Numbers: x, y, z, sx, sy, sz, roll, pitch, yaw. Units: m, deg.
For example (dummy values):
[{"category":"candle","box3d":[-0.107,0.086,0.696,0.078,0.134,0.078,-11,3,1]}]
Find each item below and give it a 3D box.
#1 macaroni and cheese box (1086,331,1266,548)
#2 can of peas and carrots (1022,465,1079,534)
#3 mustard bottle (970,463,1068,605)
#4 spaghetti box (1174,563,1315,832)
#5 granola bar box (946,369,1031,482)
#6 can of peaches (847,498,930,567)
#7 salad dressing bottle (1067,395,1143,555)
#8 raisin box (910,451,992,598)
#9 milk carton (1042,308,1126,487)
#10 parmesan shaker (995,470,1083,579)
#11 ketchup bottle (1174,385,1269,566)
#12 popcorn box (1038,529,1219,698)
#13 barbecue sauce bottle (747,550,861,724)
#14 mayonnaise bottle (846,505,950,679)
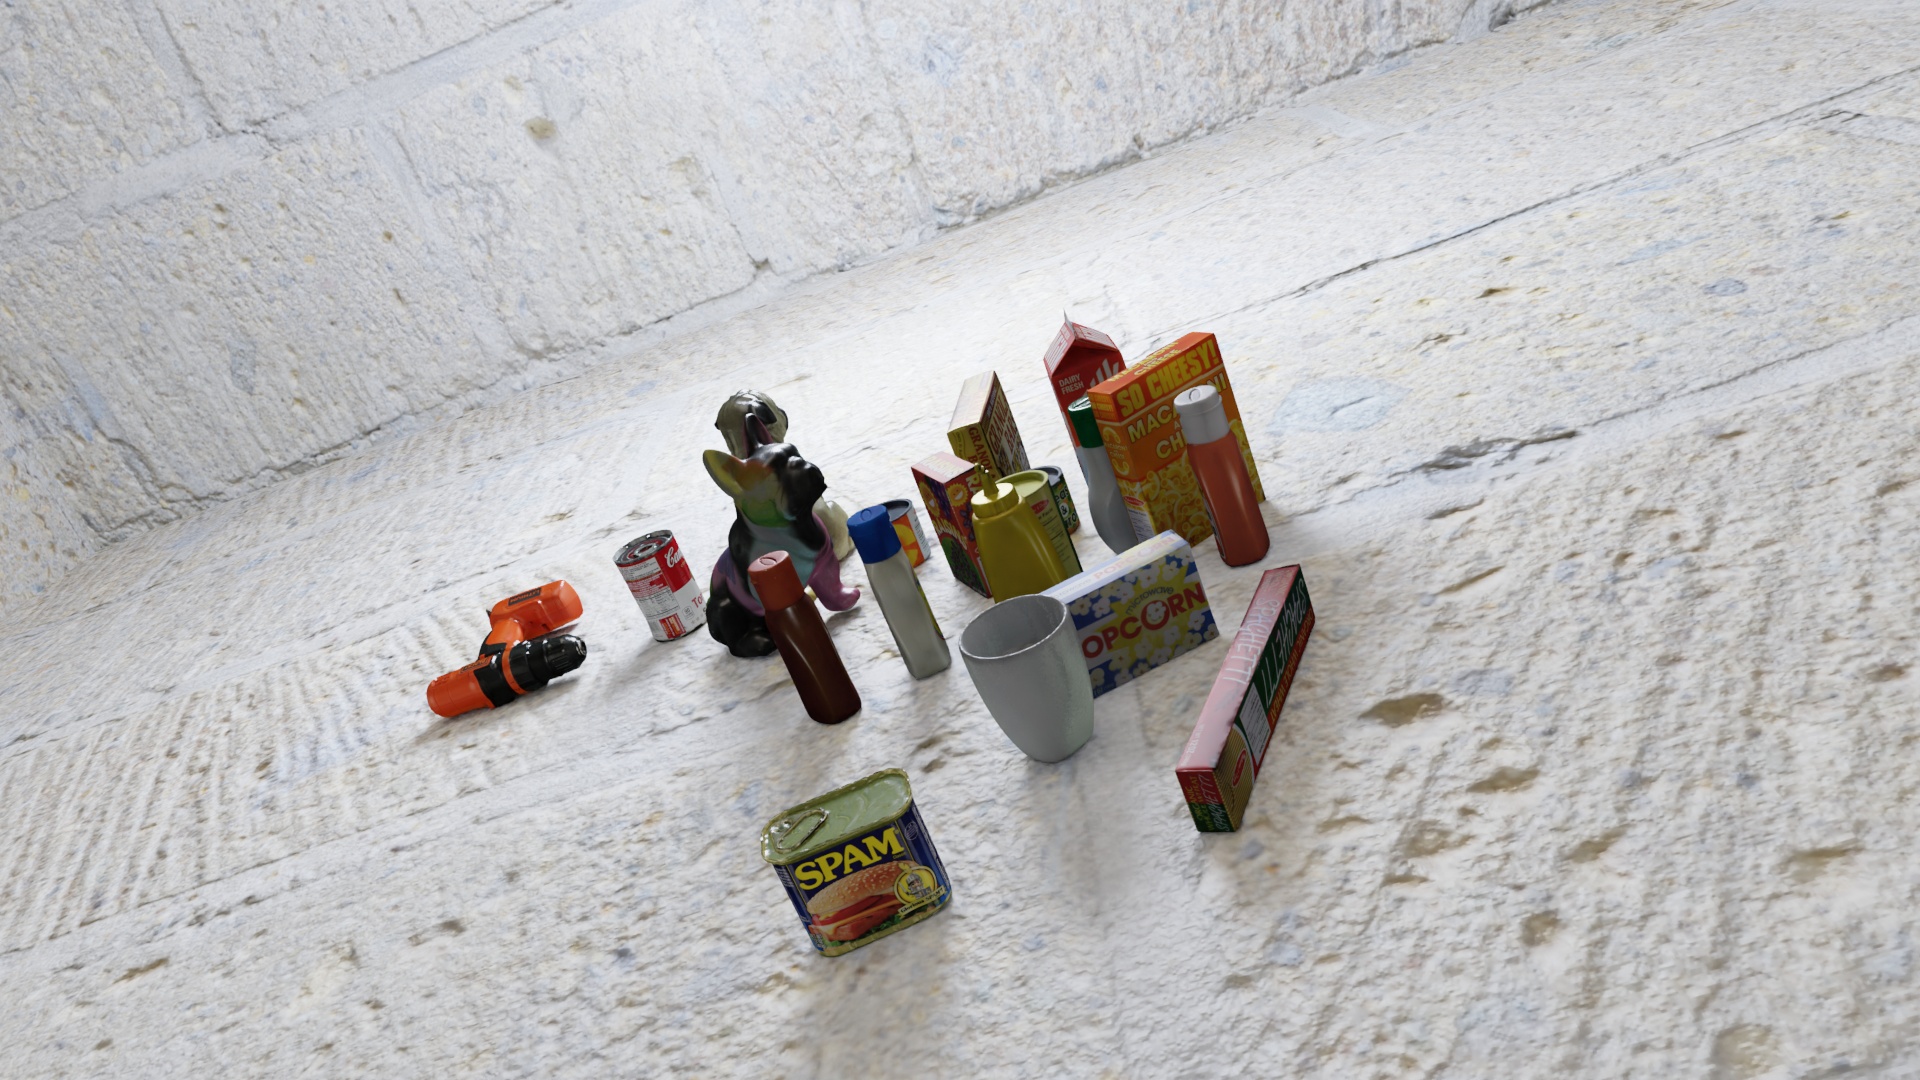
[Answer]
[{"category":"macaroni and cheese box","box3d":[0.191,-0.082,1.220,0.124,0.166,0.040,-31,23,-22]},{"category":"can of peas and carrots","box3d":[0.079,-0.033,1.354,0.071,0.058,0.071,-19,22,8]},{"category":"mustard bottle","box3d":[0.045,0.003,1.163,0.065,0.159,0.049,-17,22,13]},{"category":"spaghetti box","box3d":[0.199,0.099,0.943,0.028,0.050,0.251,-9,25,31]},{"category":"granola bar box","box3d":[0.033,-0.093,1.448,0.039,0.123,0.166,-16,22,14]},{"category":"can of peaches","box3d":[-0.072,-0.002,1.423,0.071,0.058,0.071,-19,22,8]},{"category":"salad dressing bottle","box3d":[0.136,-0.059,1.240,0.064,0.147,0.044,-30,23,-20]},{"category":"raisin box","box3d":[0.005,-0.016,1.296,0.040,0.123,0.086,-28,22,-14]},{"category":"milk carton","box3d":[0.134,-0.132,1.357,0.073,0.190,0.072,-20,21,4]},{"category":"parmesan shaker","box3d":[0.061,-0.001,1.235,0.071,0.102,0.071,-19,22,8]},{"category":"ketchup bottle","box3d":[0.217,-0.055,1.155,0.043,0.148,0.065,-16,22,14]},{"category":"popcorn box","box3d":[0.125,0.058,1.060,0.127,0.085,0.038,-26,22,-10]},{"category":"barbecue sauce bottle","box3d":[-0.133,0.081,1.163,0.044,0.148,0.065,-32,23,-23]},{"category":"mayonnaise bottle","box3d":[-0.053,0.042,1.179,0.041,0.147,0.065,-22,21,-1]}]
